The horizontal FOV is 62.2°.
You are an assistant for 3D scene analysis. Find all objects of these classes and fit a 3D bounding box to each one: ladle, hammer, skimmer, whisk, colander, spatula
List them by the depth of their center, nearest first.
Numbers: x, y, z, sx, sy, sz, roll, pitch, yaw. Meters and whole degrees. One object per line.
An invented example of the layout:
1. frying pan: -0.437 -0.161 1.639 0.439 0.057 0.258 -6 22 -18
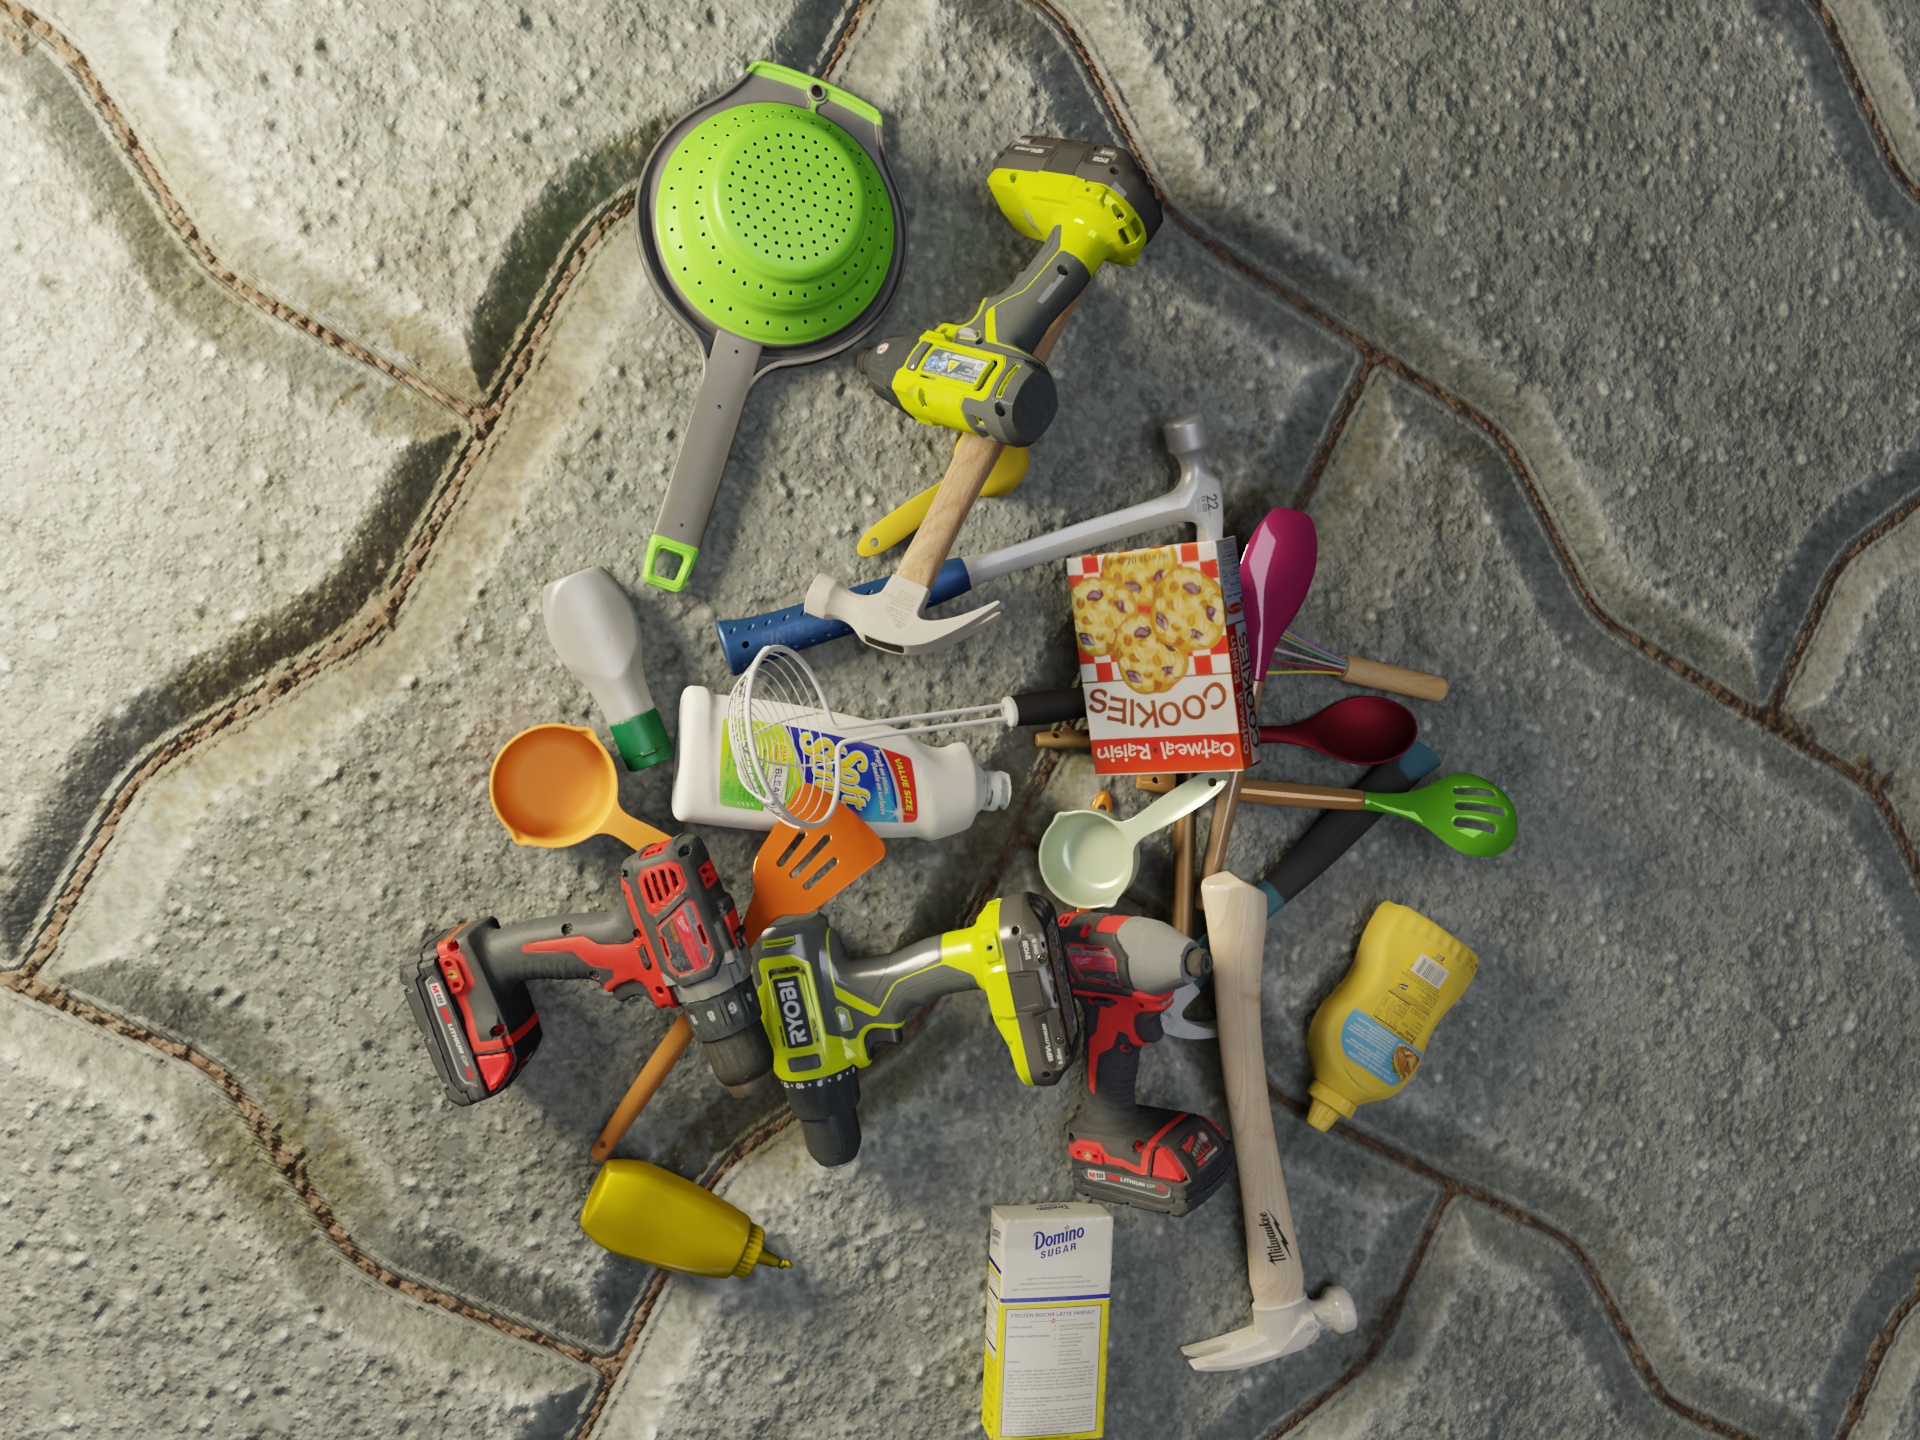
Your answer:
1. colander: -0.152 -0.285 1.137 0.204 0.094 0.397 18 88 -14
2. skimmer: -0.002 -0.004 1.146 0.363 0.090 0.127 -8 83 -30
3. spatula: -0.175 0.193 1.148 0.081 0.041 0.322 38 103 14
4. hammer: 0.014 -0.196 1.181 0.130 0.031 0.331 24 74 7
5. hammer: 0.016 -0.109 1.212 0.405 0.035 0.144 -19 108 -11
6. ladle: 0.172 0.039 1.221 0.078 0.062 0.320 2 96 16
7. hammer: 0.223 0.321 1.264 0.146 0.038 0.410 -12 103 -13
8. ladle: 0.214 0.013 1.276 0.315 0.031 0.069 -1 51 -11
9. whisk: 0.291 -0.052 1.287 0.244 0.051 0.047 12 49 -20
10. hammer: 0.264 0.129 1.294 0.331 0.033 0.128 -42 100 -9

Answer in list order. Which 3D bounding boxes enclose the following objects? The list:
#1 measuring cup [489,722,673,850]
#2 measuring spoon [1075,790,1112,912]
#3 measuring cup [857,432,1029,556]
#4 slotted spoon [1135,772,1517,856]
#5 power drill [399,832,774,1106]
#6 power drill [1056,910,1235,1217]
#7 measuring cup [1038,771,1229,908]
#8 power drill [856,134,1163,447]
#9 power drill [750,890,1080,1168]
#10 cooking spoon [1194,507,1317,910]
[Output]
1. measuring cup: -0.256 0.067 1.149 0.173 0.052 0.095 33 84 -15
2. measuring spoon: 0.106 0.114 1.263 0.021 0.011 0.117 10 90 -15
3. measuring cup: -0.013 -0.172 1.210 0.156 0.029 0.062 -37 101 -13
4. slotted spoon: 0.296 0.064 1.273 0.313 0.031 0.070 5 68 -2
5. power drill: -0.248 0.196 1.103 0.226 0.080 0.188 -19 97 8
6. power drill: 0.136 0.253 1.203 0.078 0.143 0.219 -22 106 -49
7. measuring cup: 0.138 0.082 1.221 0.167 0.038 0.083 -34 81 18
8. power drill: 0.033 -0.313 1.160 0.223 0.171 0.080 -58 142 -11
9. power drill: -0.033 0.224 1.170 0.228 0.080 0.190 -11 95 11
10. cooking spoon: 0.223 -0.006 1.235 0.068 0.017 0.319 9 97 -26
